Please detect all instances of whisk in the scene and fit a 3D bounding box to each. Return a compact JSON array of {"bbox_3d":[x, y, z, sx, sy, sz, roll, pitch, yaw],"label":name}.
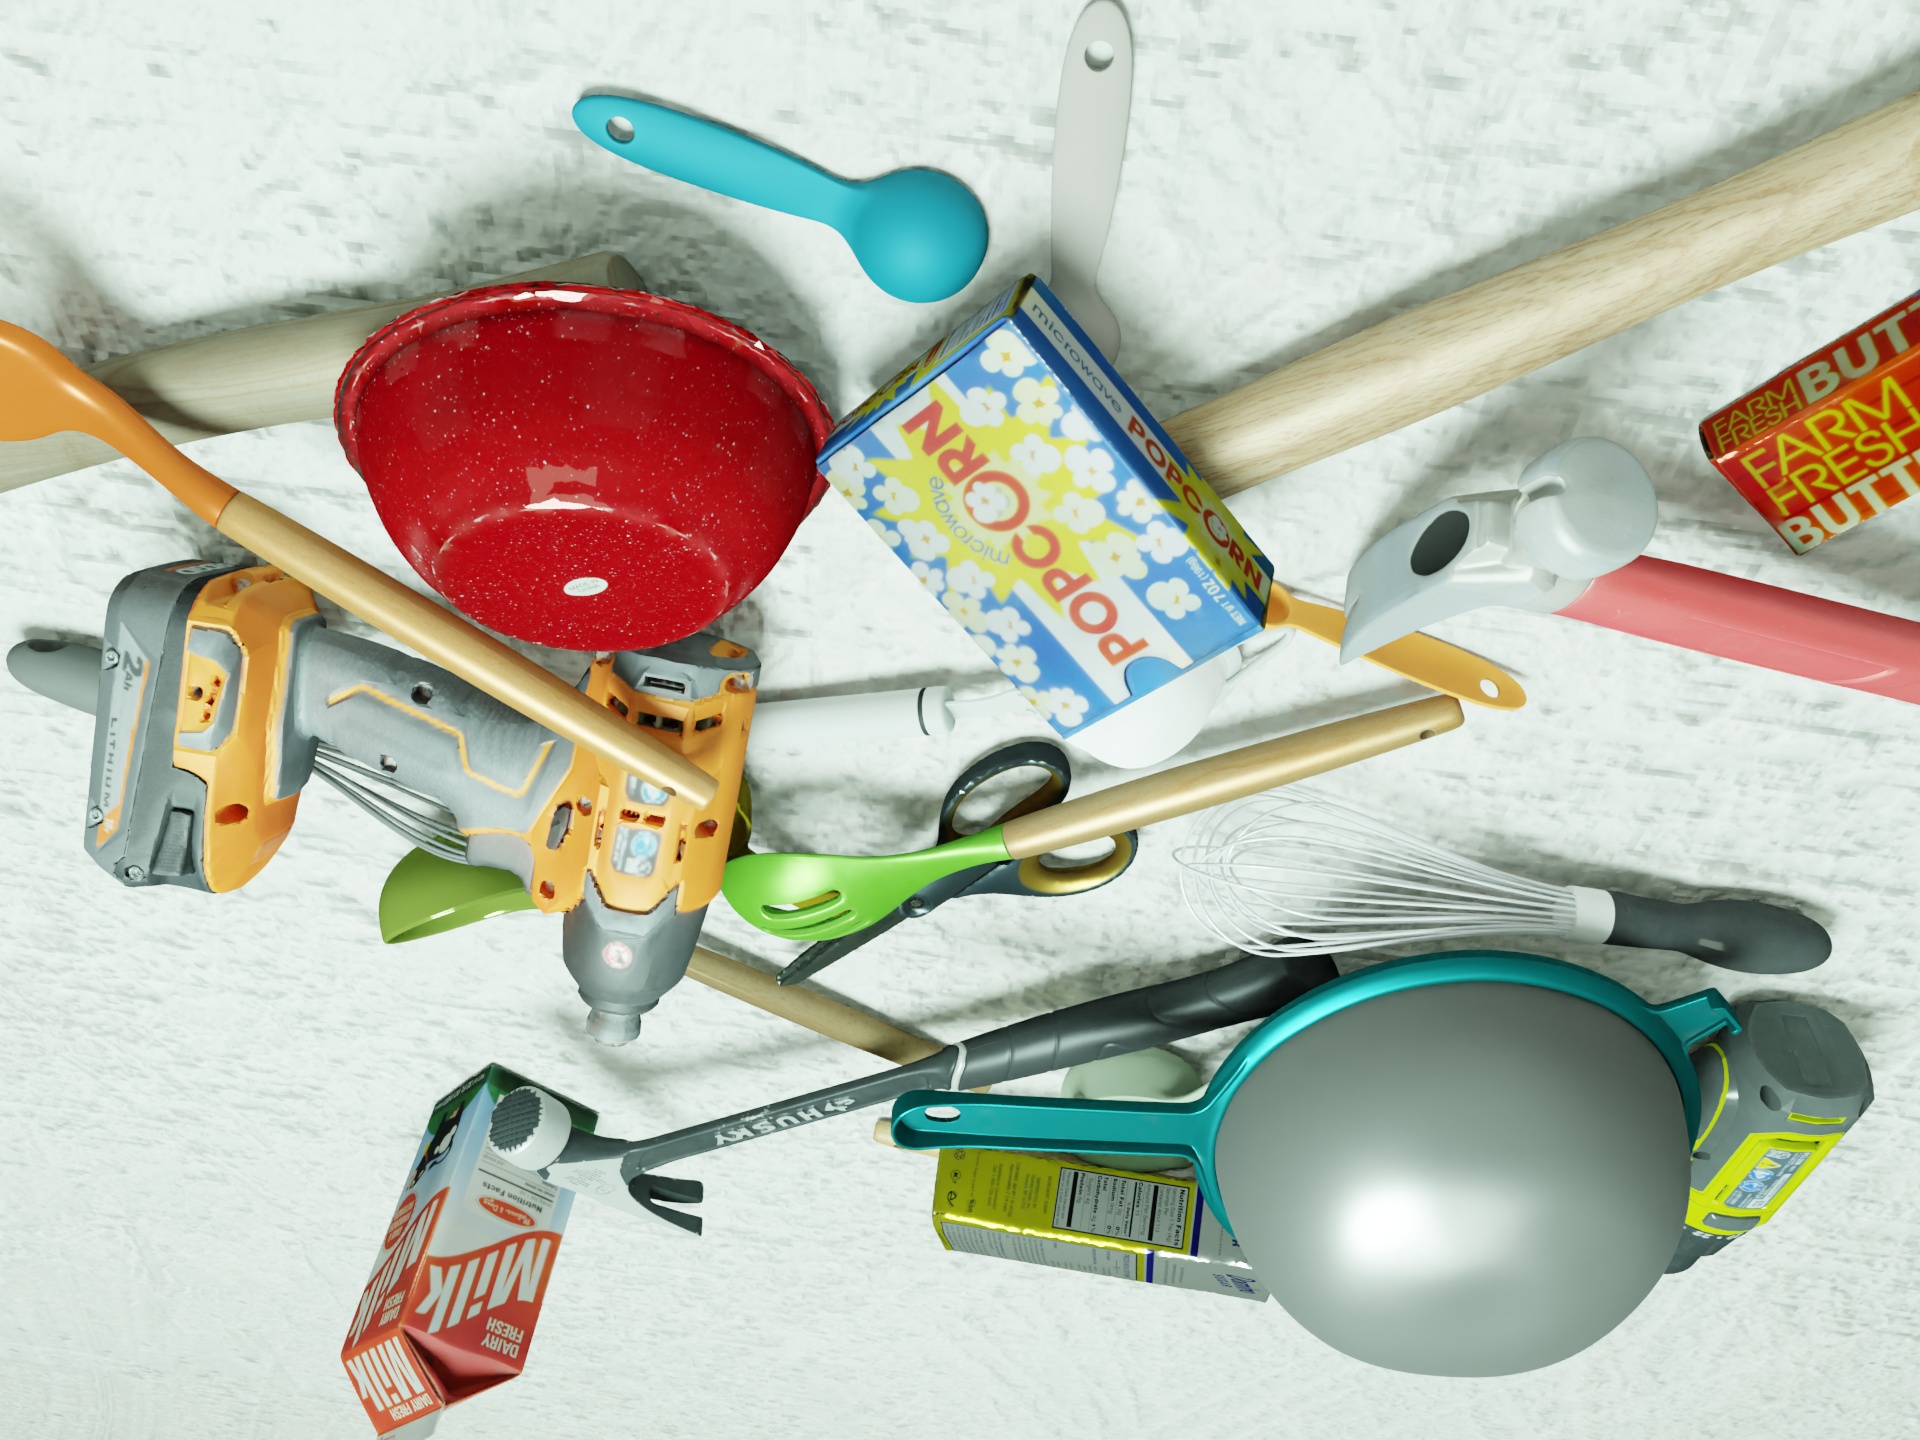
[{"bbox_3d":[-0.279,0.011,0.665,0.239,0.055,0.055,18,136,-5],"label":"whisk"},{"bbox_3d":[0.225,0.076,0.650,0.284,0.070,0.070,8,137,-6],"label":"whisk"}]

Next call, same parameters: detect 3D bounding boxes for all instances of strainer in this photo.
[{"bbox_3d":[0.140,0.197,0.642,0.340,0.095,0.210,4,124,-2],"label":"strainer"},{"bbox_3d":[-0.001,-0.002,0.614,0.258,0.050,0.086,-5,150,18],"label":"strainer"}]

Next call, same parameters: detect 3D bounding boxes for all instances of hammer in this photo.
[{"bbox_3d":[-0.301,-0.112,0.545,0.410,0.038,0.146,-8,133,16],"label":"hammer"},{"bbox_3d":[0.324,-0.012,0.537,0.386,0.038,0.143,12,166,-13],"label":"hammer"},{"bbox_3d":[-0.017,0.176,0.772,0.409,0.036,0.149,-18,139,16],"label":"hammer"},{"bbox_3d":[0.165,-0.115,0.464,0.331,0.031,0.130,-20,116,31],"label":"hammer"}]

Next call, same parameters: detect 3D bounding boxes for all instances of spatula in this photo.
[{"bbox_3d":[-0.224,-0.050,0.525,0.322,0.041,0.081,32,141,-12],"label":"spatula"}]

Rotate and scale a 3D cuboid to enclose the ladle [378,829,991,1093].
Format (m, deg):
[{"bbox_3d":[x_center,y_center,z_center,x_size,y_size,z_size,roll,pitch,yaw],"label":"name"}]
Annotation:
[{"bbox_3d":[-0.119,0.132,0.760,0.320,0.062,0.078,28,150,-23],"label":"ladle"}]

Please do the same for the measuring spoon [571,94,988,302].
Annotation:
[{"bbox_3d":[-0.054,-0.154,0.471,0.128,0.021,0.042,17,136,-11],"label":"measuring spoon"}]

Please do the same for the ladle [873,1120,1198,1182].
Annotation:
[{"bbox_3d":[0.106,0.260,0.882,0.315,0.031,0.069,12,139,-2],"label":"ladle"}]

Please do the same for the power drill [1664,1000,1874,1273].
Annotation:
[{"bbox_3d":[0.283,0.202,0.758,0.228,0.080,0.190,5,136,-1],"label":"power drill"}]

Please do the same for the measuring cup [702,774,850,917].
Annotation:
[{"bbox_3d":[-0.086,0.056,0.704,0.062,0.029,0.156,-27,138,28],"label":"measuring cup"}]

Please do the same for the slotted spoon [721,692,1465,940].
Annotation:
[{"bbox_3d":[0.042,0.041,0.633,0.314,0.031,0.070,-18,144,18],"label":"slotted spoon"}]

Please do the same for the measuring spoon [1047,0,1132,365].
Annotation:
[{"bbox_3d":[0.035,-0.147,0.468,0.034,0.018,0.124,6,136,2],"label":"measuring spoon"}]

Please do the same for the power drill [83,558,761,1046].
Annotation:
[{"bbox_3d":[-0.200,0.031,0.604,0.226,0.084,0.164,11,100,-2],"label":"power drill"}]

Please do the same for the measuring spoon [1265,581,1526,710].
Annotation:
[{"bbox_3d":[0.154,-0.025,0.579,0.117,0.021,0.011,19,149,-11],"label":"measuring spoon"}]

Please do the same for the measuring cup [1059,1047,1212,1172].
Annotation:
[{"bbox_3d":[0.116,0.172,0.780,0.083,0.038,0.167,33,129,-24],"label":"measuring cup"}]
